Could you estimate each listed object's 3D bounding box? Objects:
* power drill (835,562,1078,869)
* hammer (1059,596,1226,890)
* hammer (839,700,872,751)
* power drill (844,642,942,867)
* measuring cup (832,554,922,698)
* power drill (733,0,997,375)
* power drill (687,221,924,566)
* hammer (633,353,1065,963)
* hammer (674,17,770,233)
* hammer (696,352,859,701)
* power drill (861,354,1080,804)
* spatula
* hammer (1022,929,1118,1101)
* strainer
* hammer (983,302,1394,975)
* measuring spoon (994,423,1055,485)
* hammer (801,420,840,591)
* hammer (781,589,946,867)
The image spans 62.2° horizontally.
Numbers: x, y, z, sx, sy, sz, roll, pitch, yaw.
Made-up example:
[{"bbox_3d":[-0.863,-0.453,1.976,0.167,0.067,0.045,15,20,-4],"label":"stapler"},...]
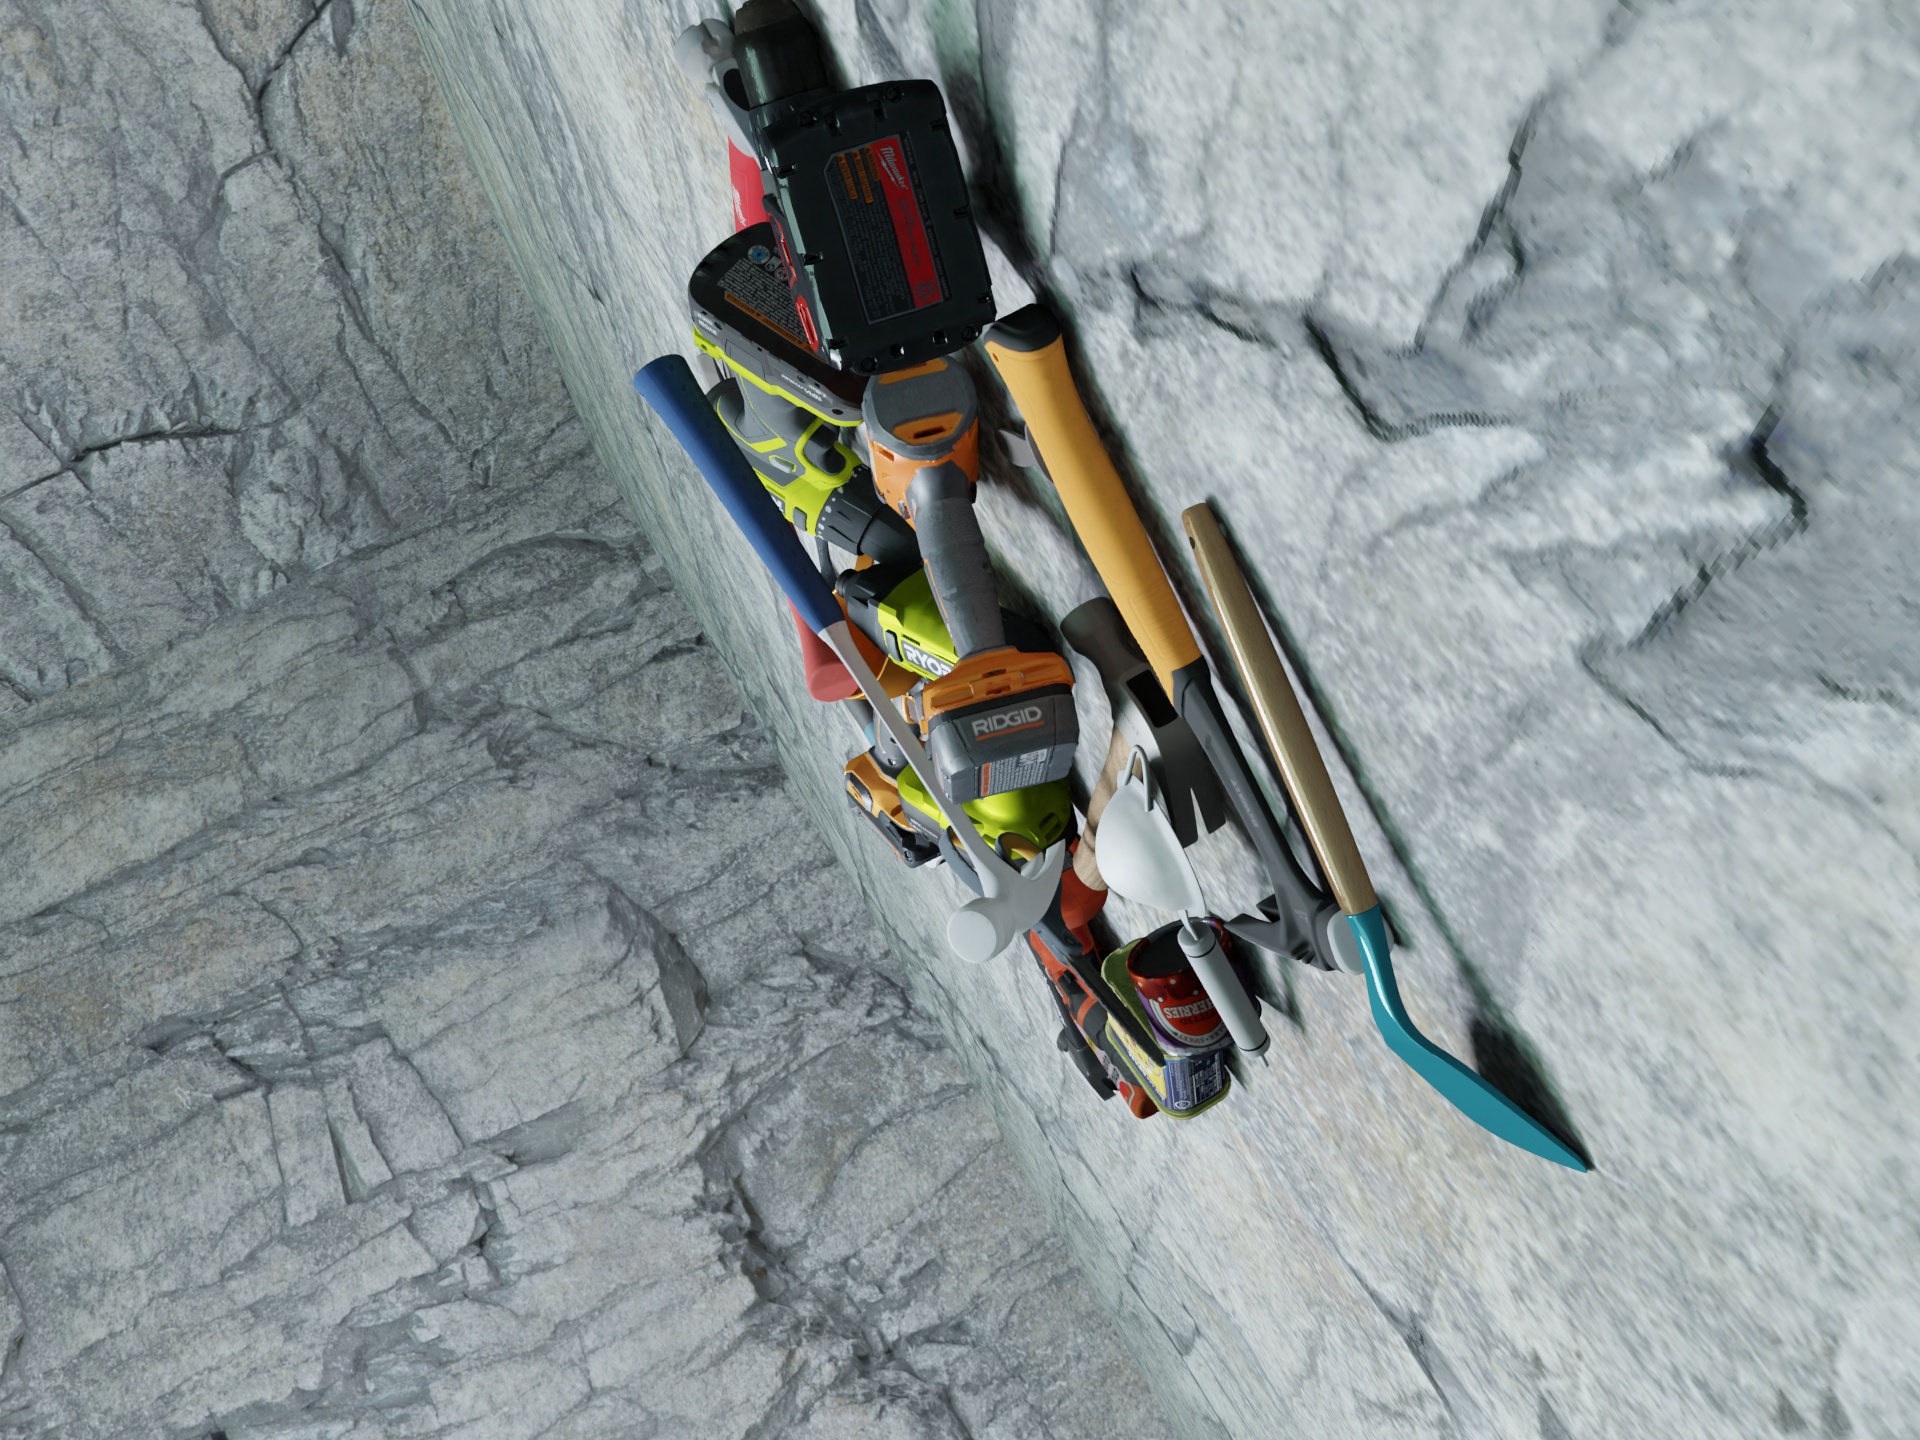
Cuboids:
[{"bbox_3d":[-0.002,-0.003,1.080,0.171,0.080,0.223,29,148,35],"label":"power drill"},{"bbox_3d":[0.097,0.048,0.968,0.130,0.031,0.331,58,169,18],"label":"hammer"},{"bbox_3d":[-0.064,0.001,1.576,0.146,0.038,0.410,62,169,5],"label":"hammer"},{"bbox_3d":[-0.030,0.011,1.280,0.186,0.084,0.226,41,145,41],"label":"power drill"},{"bbox_3d":[-0.054,-0.099,1.172,0.095,0.052,0.173,14,95,46],"label":"measuring cup"},{"bbox_3d":[-0.061,-0.264,0.777,0.227,0.080,0.187,-124,17,-68],"label":"power drill"},{"bbox_3d":[-0.091,-0.191,1.020,0.190,0.080,0.228,35,160,9],"label":"power drill"},{"bbox_3d":[-0.069,-0.047,0.958,0.405,0.035,0.144,56,-156,5],"label":"hammer"},{"bbox_3d":[-0.136,-0.313,1.124,0.143,0.038,0.386,58,169,10],"label":"hammer"},{"bbox_3d":[-0.132,-0.138,1.166,0.359,0.036,0.149,-114,5,-50],"label":"hammer"},{"bbox_3d":[0.000,-0.074,0.894,0.164,0.084,0.227,89,167,-77],"label":"power drill"},{"bbox_3d":[0.169,0.052,0.677,0.317,0.044,0.082,67,169,-2],"label":"spatula"},{"bbox_3d":[0.073,0.205,1.455,0.334,0.035,0.146,67,169,-25],"label":"hammer"},{"bbox_3d":[0.123,0.115,0.857,0.258,0.050,0.087,58,177,-36],"label":"strainer"},{"bbox_3d":[0.097,-0.037,0.753,0.337,0.034,0.127,63,168,-7],"label":"hammer"},{"bbox_3d":[0.038,-0.143,0.823,0.034,0.018,0.124,65,175,-16],"label":"measuring spoon"},{"bbox_3d":[-0.104,-0.202,1.204,0.408,0.036,0.149,105,150,-71],"label":"hammer"},{"bbox_3d":[-0.089,-0.004,1.504,0.331,0.033,0.128,60,167,23],"label":"hammer"}]
